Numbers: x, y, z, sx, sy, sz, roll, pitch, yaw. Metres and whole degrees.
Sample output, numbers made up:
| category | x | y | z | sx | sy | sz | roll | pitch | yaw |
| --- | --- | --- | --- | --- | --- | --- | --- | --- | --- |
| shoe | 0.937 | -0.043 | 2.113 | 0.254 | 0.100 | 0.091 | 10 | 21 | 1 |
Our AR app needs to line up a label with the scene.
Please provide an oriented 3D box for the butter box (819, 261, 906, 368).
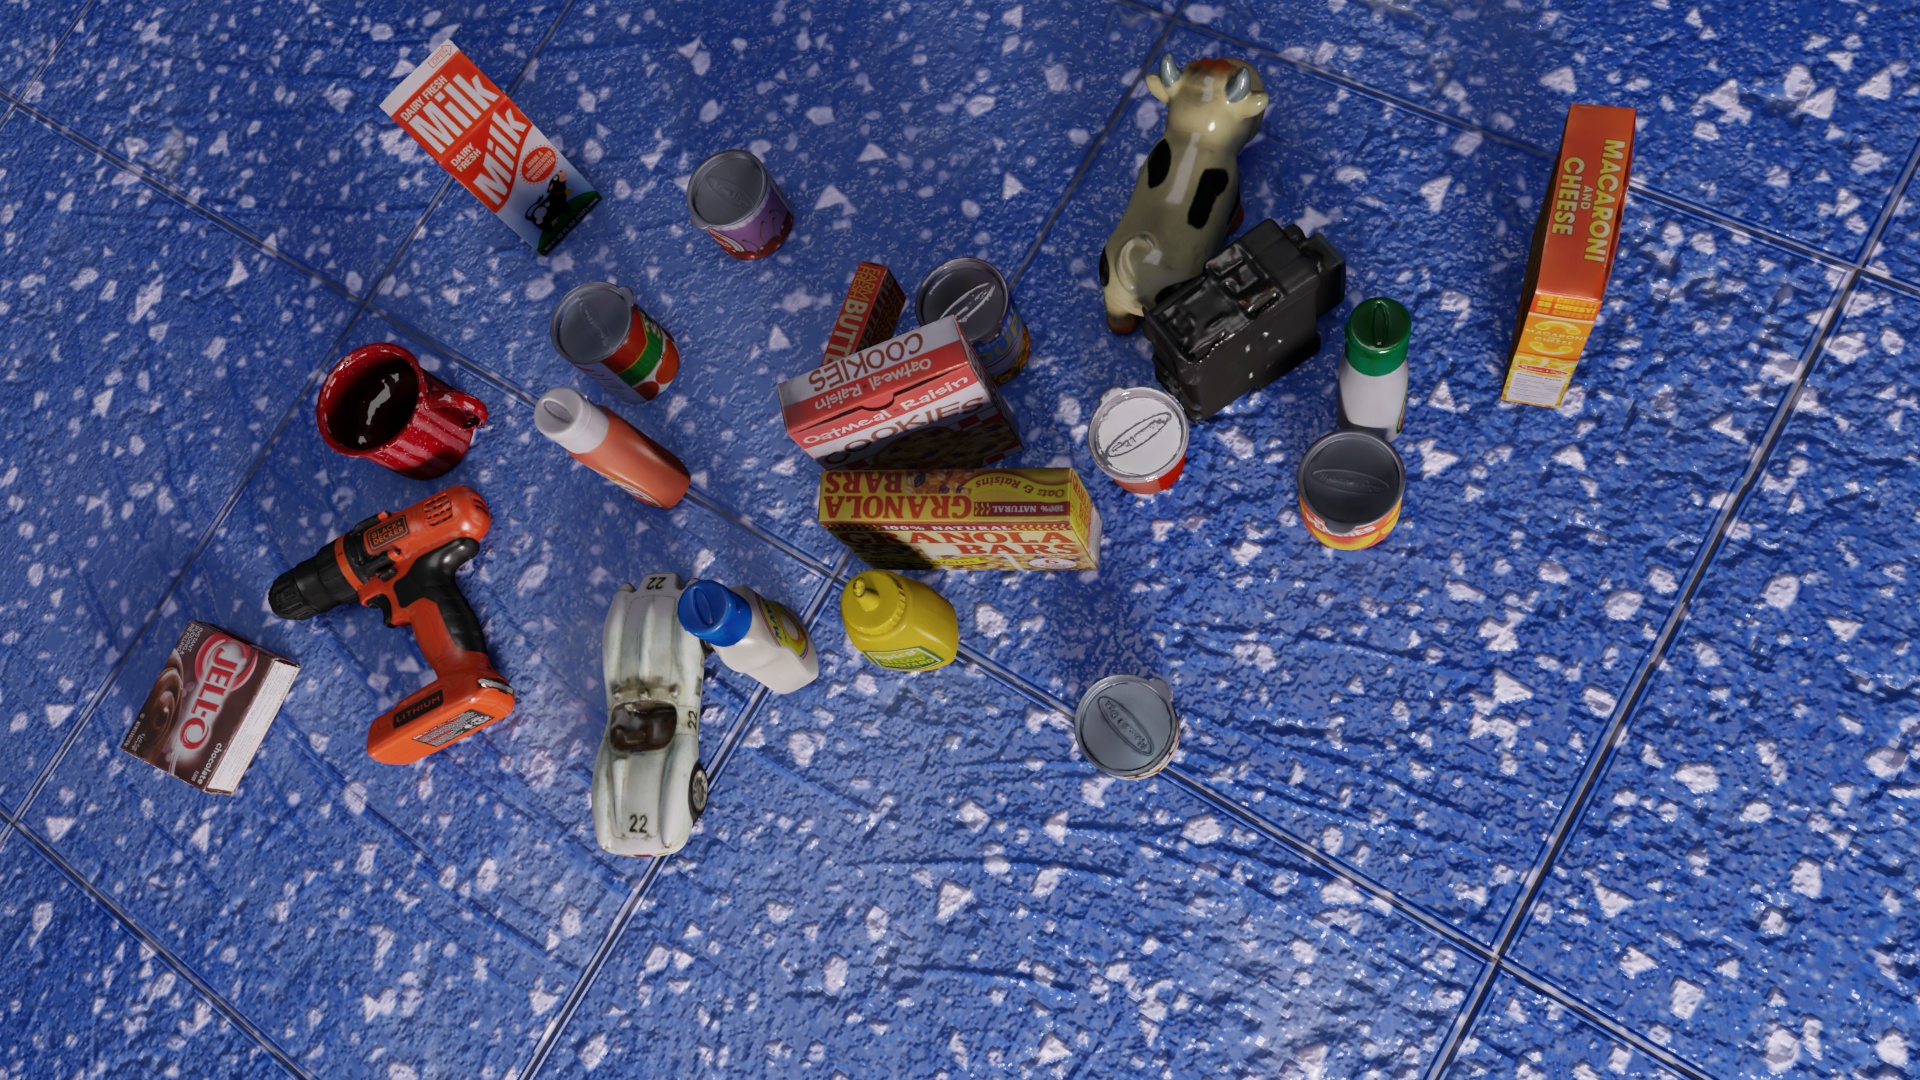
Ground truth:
| category | x | y | z | sx | sy | sz | roll | pitch | yaw |
| --- | --- | --- | --- | --- | --- | --- | --- | --- | --- |
| butter box | -0.073 | -0.148 | 1.023 | 0.024 | 0.053 | 0.103 | 16 | 79 | 18 |

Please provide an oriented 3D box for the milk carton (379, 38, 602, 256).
| category | x | y | z | sx | sy | sz | roll | pitch | yaw |
| --- | --- | --- | --- | --- | --- | --- | --- | --- | --- |
| milk carton | -0.365 | -0.306 | 1.071 | 0.072 | 0.190 | 0.073 | -46 | 69 | -2 |

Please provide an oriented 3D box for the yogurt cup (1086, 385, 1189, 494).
| category | x | y | z | sx | sy | sz | roll | pitch | yaw |
| --- | --- | --- | --- | --- | --- | --- | --- | --- | --- |
| yogurt cup | 0.124 | -0.065 | 0.947 | 0.072 | 0.054 | 0.072 | -4 | 73 | 13 |

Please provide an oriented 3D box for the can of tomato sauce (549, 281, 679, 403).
| category | x | y | z | sx | sy | sz | roll | pitch | yaw |
| --- | --- | --- | --- | --- | --- | --- | --- | --- | --- |
| can of tomato sauce | -0.259 | -0.151 | 1.055 | 0.071 | 0.083 | 0.071 | -4 | 73 | 13 |

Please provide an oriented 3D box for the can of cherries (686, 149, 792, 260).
| category | x | y | z | sx | sy | sz | roll | pitch | yaw |
| --- | --- | --- | --- | --- | --- | --- | --- | --- | --- |
| can of cherries | -0.172 | -0.258 | 1.078 | 0.071 | 0.058 | 0.071 | -4 | 73 | 13 |

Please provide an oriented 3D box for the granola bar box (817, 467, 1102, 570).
| category | x | y | z | sx | sy | sz | roll | pitch | yaw |
| --- | --- | --- | --- | --- | --- | --- | --- | --- | --- |
| granola bar box | 0.003 | -0.012 | 0.925 | 0.165 | 0.124 | 0.039 | 0 | 75 | 14 |

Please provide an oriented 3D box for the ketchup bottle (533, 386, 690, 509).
| category | x | y | z | sx | sy | sz | roll | pitch | yaw |
| --- | --- | --- | --- | --- | --- | --- | --- | --- | --- |
| ketchup bottle | -0.250 | -0.068 | 0.993 | 0.065 | 0.148 | 0.043 | 32 | 84 | 20 |

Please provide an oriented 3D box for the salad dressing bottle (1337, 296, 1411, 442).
| category | x | y | z | sx | sy | sz | roll | pitch | yaw |
| --- | --- | --- | --- | --- | --- | --- | --- | --- | --- |
| salad dressing bottle | 0.261 | -0.106 | 0.874 | 0.044 | 0.147 | 0.064 | 0 | 74 | 15 |

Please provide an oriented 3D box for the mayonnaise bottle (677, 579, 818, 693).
| category | x | y | z | sx | sy | sz | roll | pitch | yaw |
| --- | --- | --- | --- | --- | --- | --- | --- | --- | --- |
| mayonnaise bottle | -0.141 | 0.061 | 0.927 | 0.041 | 0.148 | 0.065 | -27 | 70 | 6 |

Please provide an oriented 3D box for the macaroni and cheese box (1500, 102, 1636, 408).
| category | x | y | z | sx | sy | sz | roll | pitch | yaw |
| --- | --- | --- | --- | --- | --- | --- | --- | --- | --- |
| macaroni and cheese box | 0.372 | -0.170 | 0.855 | 0.040 | 0.166 | 0.124 | 12 | 78 | 17 |

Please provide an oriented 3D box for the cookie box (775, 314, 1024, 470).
| category | x | y | z | sx | sy | sz | roll | pitch | yaw |
| --- | --- | --- | --- | --- | --- | --- | --- | --- | --- |
| cookie box | -0.035 | -0.080 | 0.932 | 0.123 | 0.167 | 0.040 | -21 | 70 | 8 |

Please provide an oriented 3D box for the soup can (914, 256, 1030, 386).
| category | x | y | z | sx | sy | sz | roll | pitch | yaw |
| --- | --- | --- | --- | --- | --- | --- | --- | --- | --- |
| soup can | 0.012 | -0.150 | 0.985 | 0.071 | 0.083 | 0.071 | -4 | 73 | 13 |

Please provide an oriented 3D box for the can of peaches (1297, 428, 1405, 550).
| category | x | y | z | sx | sy | sz | roll | pitch | yaw |
| --- | --- | --- | --- | --- | --- | --- | --- | --- | --- |
| can of peaches | 0.252 | -0.030 | 0.902 | 0.071 | 0.058 | 0.071 | -4 | 73 | 13 |

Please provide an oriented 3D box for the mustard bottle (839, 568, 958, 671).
| category | x | y | z | sx | sy | sz | roll | pitch | yaw |
| --- | --- | --- | --- | --- | --- | --- | --- | --- | --- |
| mustard bottle | -0.046 | 0.050 | 0.900 | 0.065 | 0.160 | 0.049 | -7 | 73 | 13 |

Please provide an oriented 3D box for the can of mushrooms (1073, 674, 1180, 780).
| category | x | y | z | sx | sy | sz | roll | pitch | yaw |
| --- | --- | --- | --- | --- | --- | --- | --- | --- | --- |
| can of mushrooms | 0.111 | 0.121 | 0.906 | 0.071 | 0.033 | 0.071 | -4 | 73 | 13 |
